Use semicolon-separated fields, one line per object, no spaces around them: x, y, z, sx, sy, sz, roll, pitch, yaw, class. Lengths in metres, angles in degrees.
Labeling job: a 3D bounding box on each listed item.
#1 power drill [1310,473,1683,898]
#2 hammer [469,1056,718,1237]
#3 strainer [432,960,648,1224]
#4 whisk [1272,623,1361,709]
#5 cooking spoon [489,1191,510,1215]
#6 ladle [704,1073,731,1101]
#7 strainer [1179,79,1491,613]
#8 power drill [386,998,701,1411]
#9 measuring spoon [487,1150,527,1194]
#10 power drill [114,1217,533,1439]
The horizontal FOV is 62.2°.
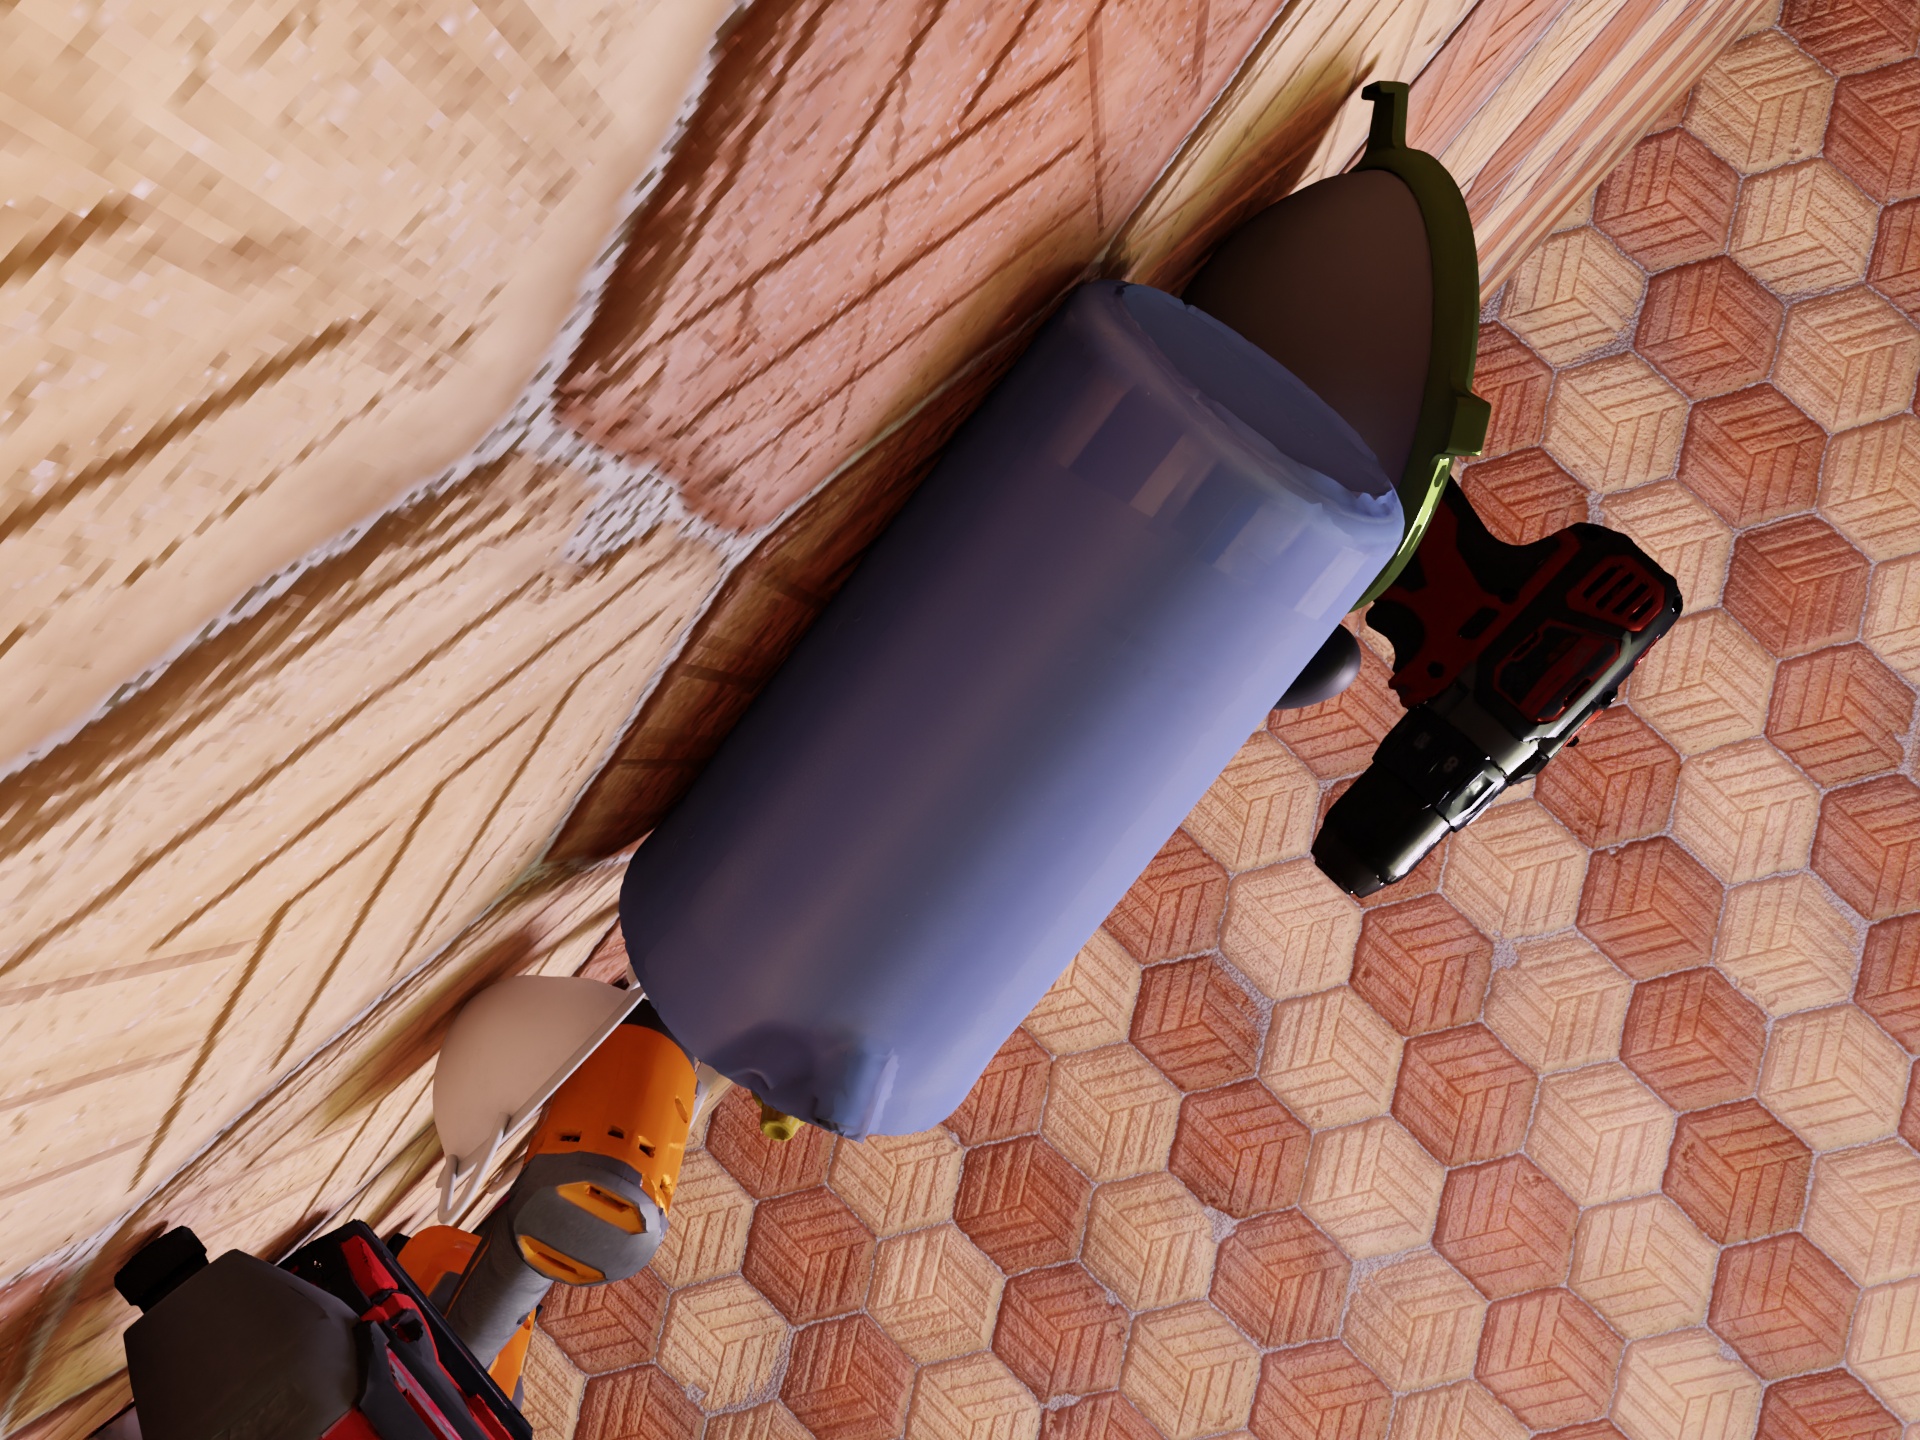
0.165;-0.055;0.684;0.188;0.227;0.080;-47;174;4;power drill
-0.246;0.279;0.927;0.409;0.036;0.149;-46;-171;23;hammer
-0.113;0.090;0.554;0.087;0.050;0.258;-40;178;23;strainer
0.059;-0.018;0.585;0.070;0.070;0.285;-45;-166;-14;whisk
-0.223;0.259;1.011;0.318;0.068;0.017;-55;-153;25;cooking spoon
-0.133;0.208;1.051;0.069;0.031;0.315;-48;176;5;ladle
0.090;-0.085;0.560;0.256;0.069;0.152;114;-22;-57;strainer
-0.193;0.225;0.714;0.226;0.084;0.164;-52;-165;21;power drill
-0.236;0.233;0.891;0.124;0.018;0.034;-42;-168;29;measuring spoon
-0.188;0.212;0.477;0.078;0.143;0.219;-39;179;-24;power drill
